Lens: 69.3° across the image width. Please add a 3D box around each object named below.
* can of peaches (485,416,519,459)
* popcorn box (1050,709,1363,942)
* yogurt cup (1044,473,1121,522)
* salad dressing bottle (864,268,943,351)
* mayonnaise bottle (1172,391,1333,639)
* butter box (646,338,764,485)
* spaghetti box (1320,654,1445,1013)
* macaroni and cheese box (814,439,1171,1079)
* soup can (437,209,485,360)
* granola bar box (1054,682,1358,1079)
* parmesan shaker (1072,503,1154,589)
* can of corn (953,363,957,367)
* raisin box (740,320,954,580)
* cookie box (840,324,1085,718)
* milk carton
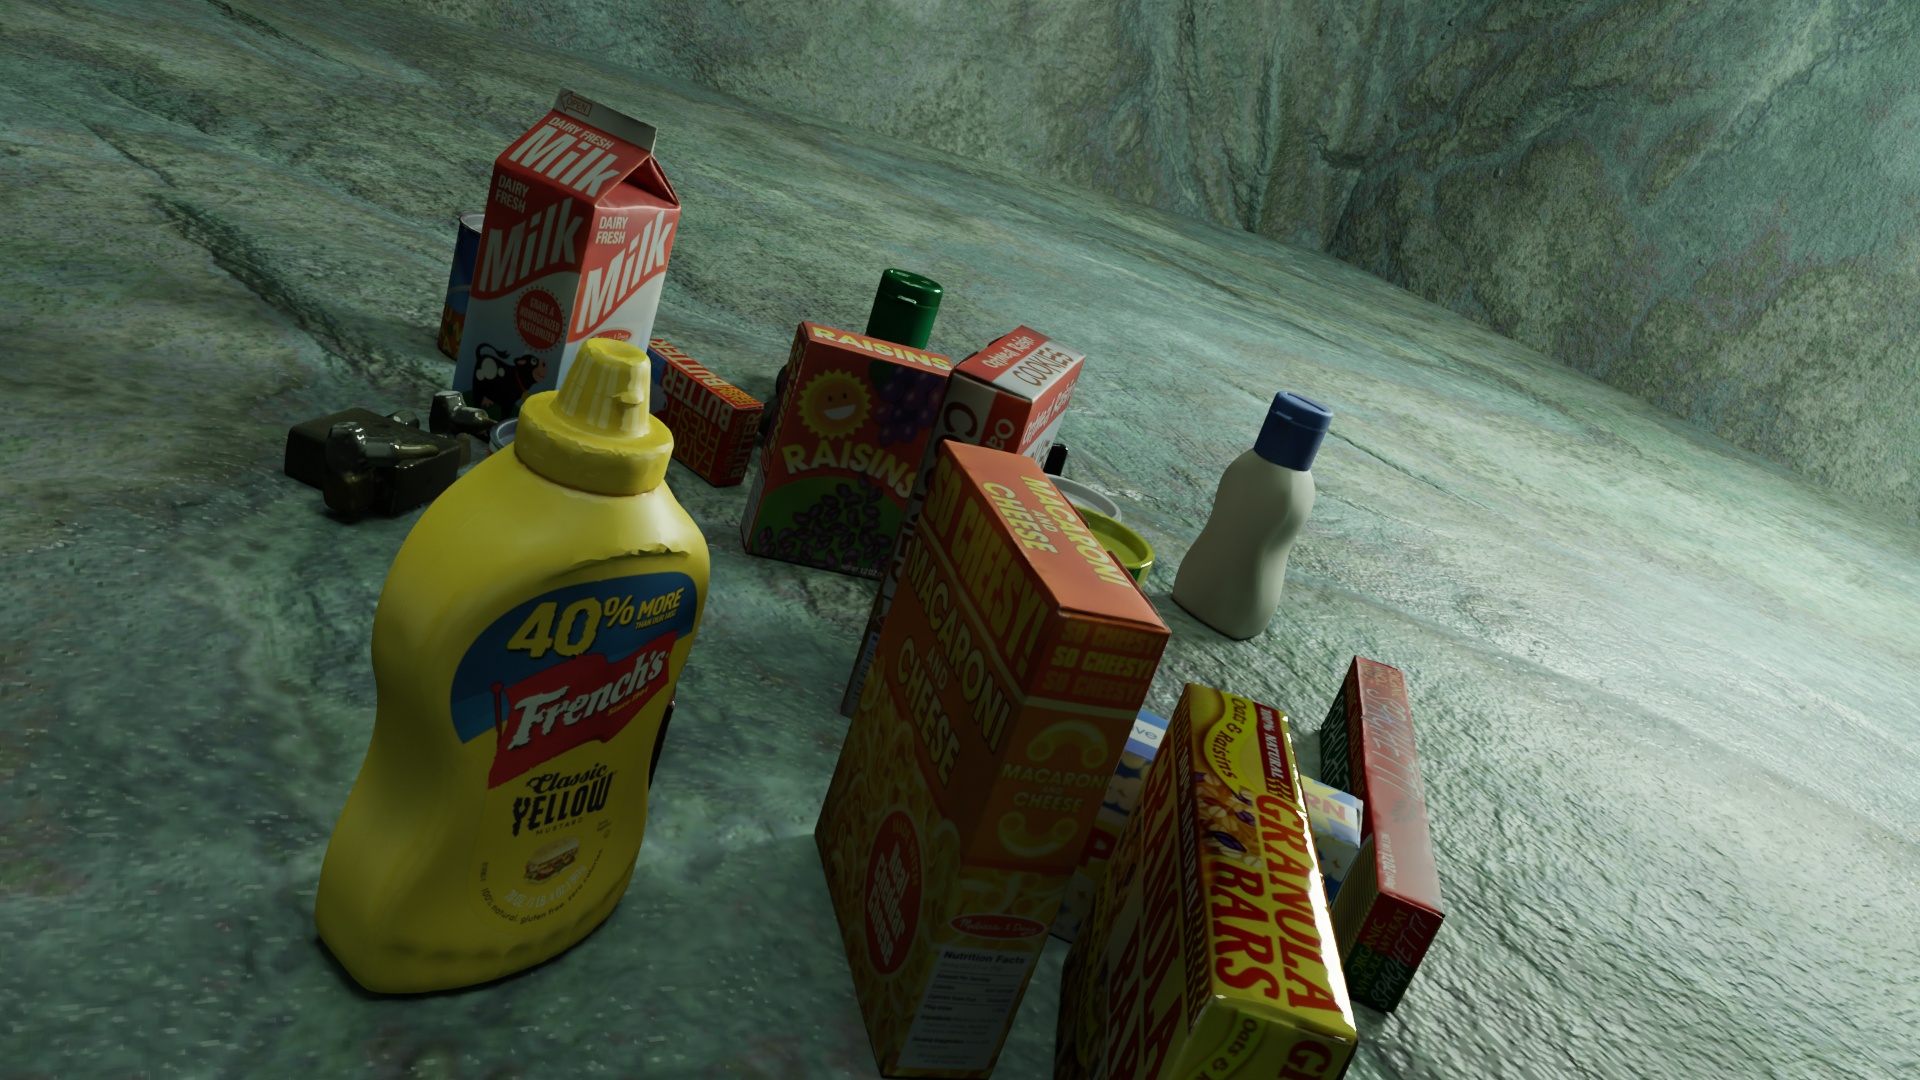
[{"bbox_3d":[-0.190,-0.019,0.655,0.071,0.057,0.071,17,21,-6],"label":"can of peaches"},{"bbox_3d":[0.073,0.113,0.516,0.127,0.085,0.038,22,20,7],"label":"popcorn box"},{"bbox_3d":[0.057,-0.003,0.837,0.072,0.053,0.072,17,21,-6],"label":"yogurt cup"},{"bbox_3d":[-0.048,-0.084,0.815,0.064,0.147,0.044,18,20,-2],"label":"salad dressing bottle"},{"bbox_3d":[0.182,-0.017,0.847,0.041,0.147,0.065,-3,30,-46],"label":"mayonnaise bottle"},{"bbox_3d":[-0.163,-0.078,0.832,0.104,0.053,0.024,33,24,32],"label":"butter box"},{"bbox_3d":[0.191,0.122,0.646,0.029,0.050,0.251,22,21,6],"label":"spaghetti box"},{"bbox_3d":[0.002,0.067,0.455,0.040,0.165,0.124,11,22,-22],"label":"macaroni and cheese box"},{"bbox_3d":[-0.291,-0.157,0.875,0.071,0.083,0.071,17,21,-6],"label":"soup can"},{"bbox_3d":[0.064,0.133,0.405,0.039,0.123,0.166,19,21,0],"label":"granola bar box"},{"bbox_3d":[0.041,0.042,0.641,0.071,0.102,0.071,17,21,-6],"label":"parmesan shaker"},{"bbox_3d":[-0.001,-0.089,0.994,0.071,0.058,0.071,17,21,-6],"label":"can of corn"},{"bbox_3d":[-0.060,-0.047,0.746,0.086,0.123,0.040,13,21,-17],"label":"raisin box"},{"bbox_3d":[0.002,-0.008,0.642,0.040,0.166,0.123,22,21,8],"label":"cookie box"},{"bbox_3d":[-0.213,-0.143,0.759,0.072,0.189,0.074,27,22,20],"label":"milk carton"}]
